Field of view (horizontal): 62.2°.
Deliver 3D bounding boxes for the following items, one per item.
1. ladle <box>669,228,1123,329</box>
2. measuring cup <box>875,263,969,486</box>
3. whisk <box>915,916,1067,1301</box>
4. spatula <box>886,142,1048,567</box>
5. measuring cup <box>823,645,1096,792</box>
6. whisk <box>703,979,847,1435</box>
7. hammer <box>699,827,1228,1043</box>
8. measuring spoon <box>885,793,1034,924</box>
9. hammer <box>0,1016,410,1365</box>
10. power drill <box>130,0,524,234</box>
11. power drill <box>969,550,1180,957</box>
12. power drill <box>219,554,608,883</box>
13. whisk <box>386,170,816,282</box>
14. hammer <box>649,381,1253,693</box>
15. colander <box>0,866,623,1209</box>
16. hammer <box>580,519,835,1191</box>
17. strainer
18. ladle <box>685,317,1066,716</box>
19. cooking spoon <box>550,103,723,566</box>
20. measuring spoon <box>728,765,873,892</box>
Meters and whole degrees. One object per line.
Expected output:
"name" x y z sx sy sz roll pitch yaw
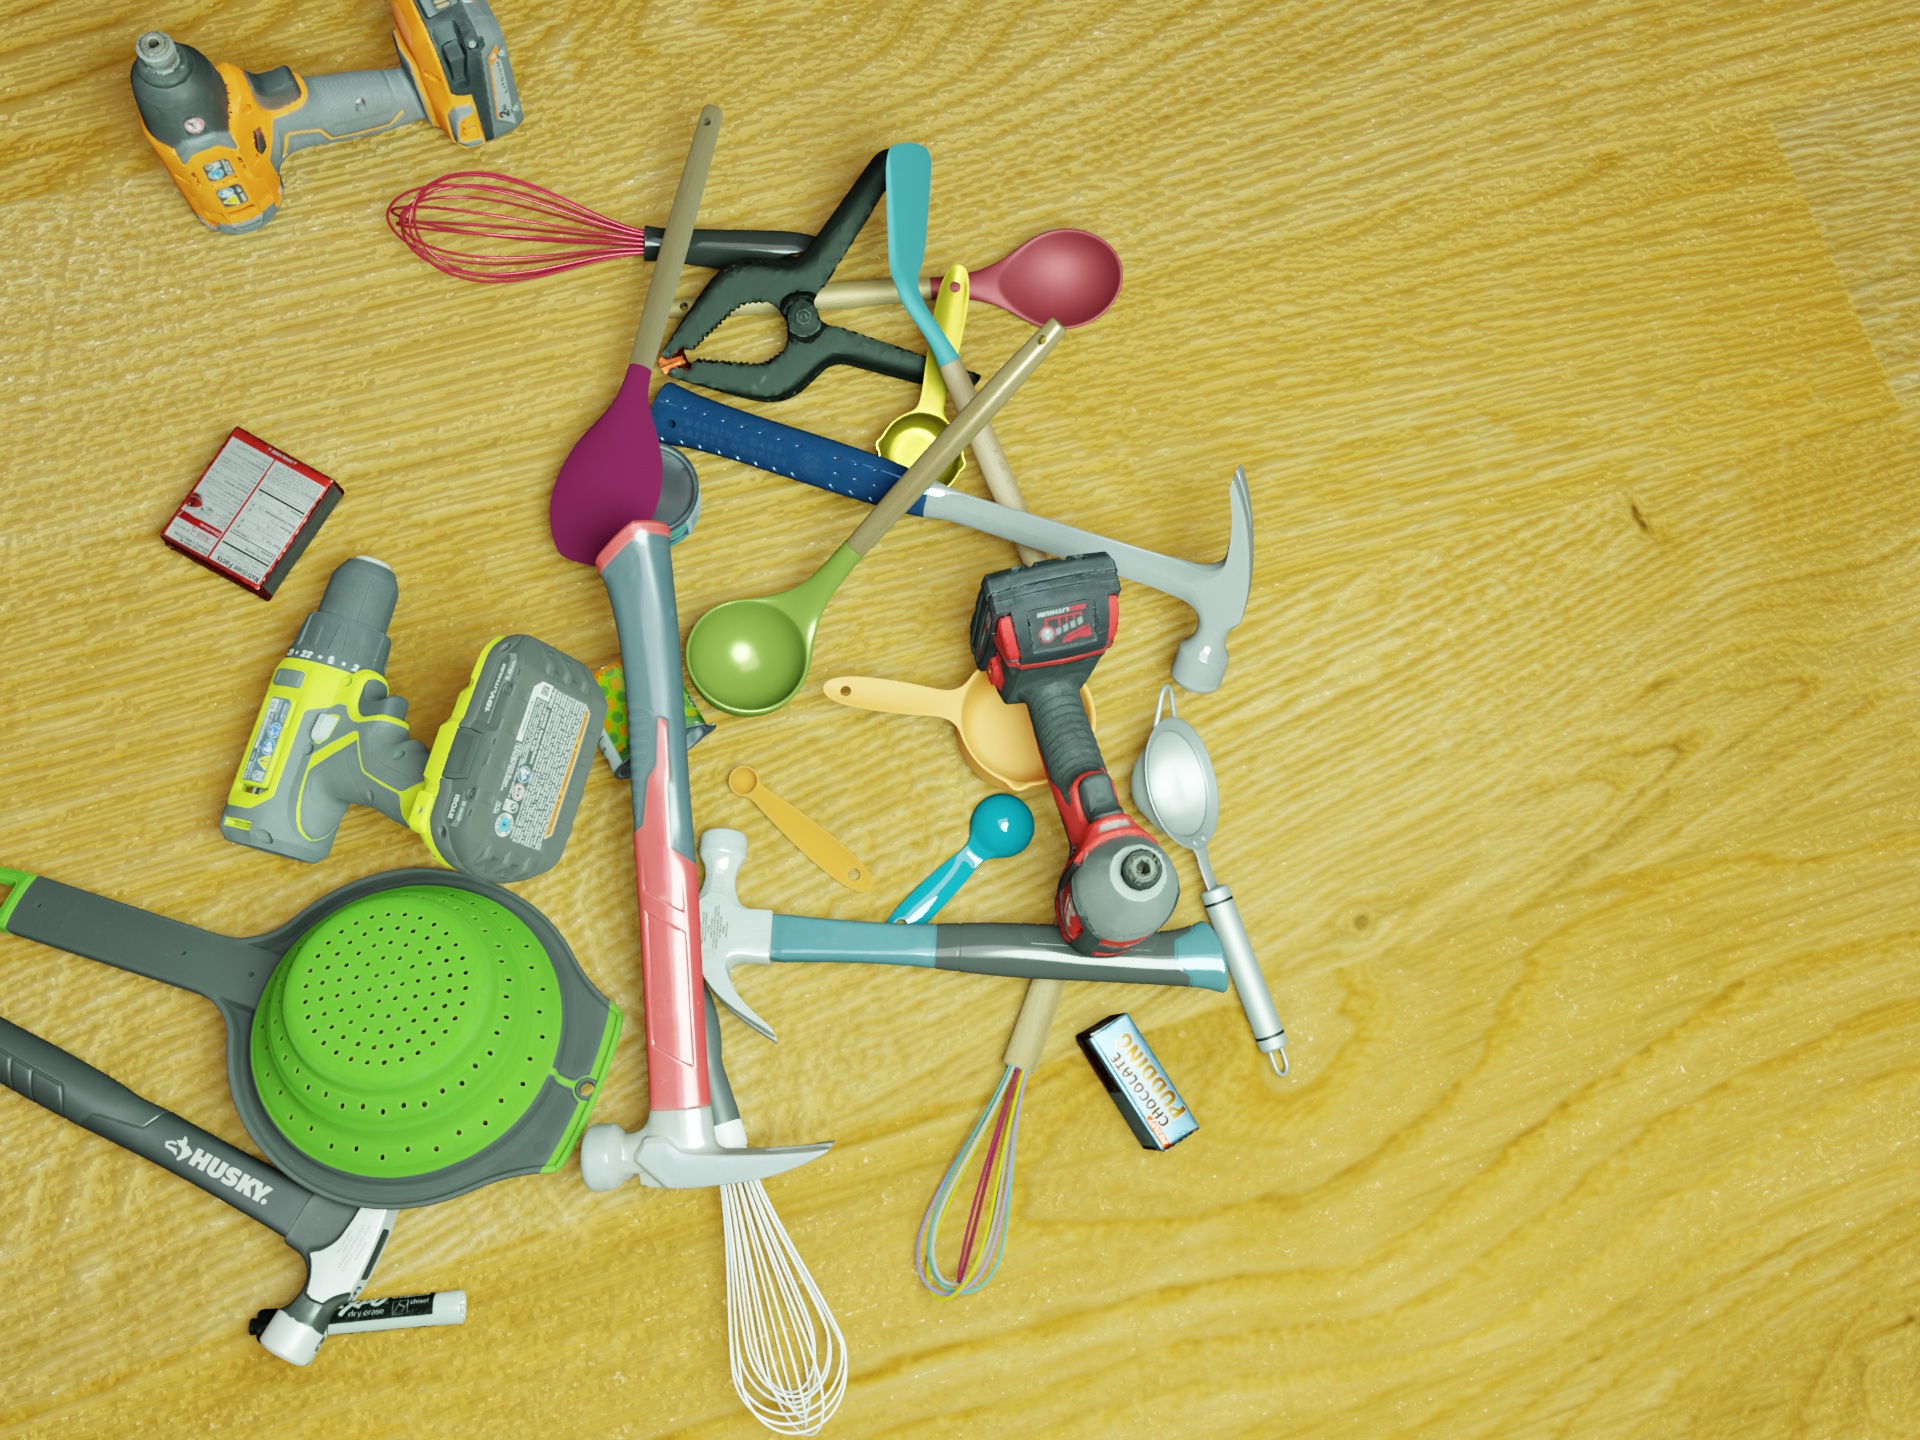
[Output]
"ladle" -0.046 -0.294 1.094 0.315 0.031 0.069 -5 91 -4
"measuring cup" -0.018 -0.225 1.062 0.062 0.029 0.156 12 91 -12
"whisk" 0.032 0.235 0.977 0.051 0.047 0.245 21 73 1
"spatula" 0.012 -0.211 1.028 0.044 0.082 0.317 -20 101 22
"measuring cup" -0.002 -0.003 1.022 0.173 0.052 0.095 8 77 -1
"whisk" -0.131 0.281 0.949 0.070 0.070 0.285 -17 75 -8
"hammer" -0.001 0.138 0.978 0.331 0.033 0.128 3 67 0
"measuring spoon" -0.002 0.096 1.013 0.042 0.021 0.128 45 77 5
"hammer" -0.482 0.229 0.931 0.335 0.035 0.146 27 68 4
"power drill" -0.408 -0.408 1.019 0.226 0.164 0.084 -26 81 -12
"power drill" 0.071 0.022 0.921 0.078 0.143 0.220 -12 75 -8
"power drill" -0.325 -0.001 0.940 0.228 0.080 0.191 7 75 31
"whisk" -0.232 -0.323 1.069 0.295 0.073 0.073 2 78 -10
"hammer" -0.008 -0.145 1.019 0.405 0.035 0.144 19 120 9
"colander" -0.397 0.142 0.911 0.397 0.094 0.205 17 61 1
"hammer" -0.158 0.073 0.931 0.143 0.038 0.386 -5 84 3
"strainer" 0.159 0.105 1.017 0.087 0.050 0.258 -14 82 -52
"ladle" -0.051 -0.124 0.978 0.078 0.062 0.320 46 106 4
"cooking spoon" -0.202 -0.253 1.033 0.069 0.017 0.319 13 82 4
"measuring spoon" -0.101 0.070 1.019 0.117 0.011 0.021 40 92 1
